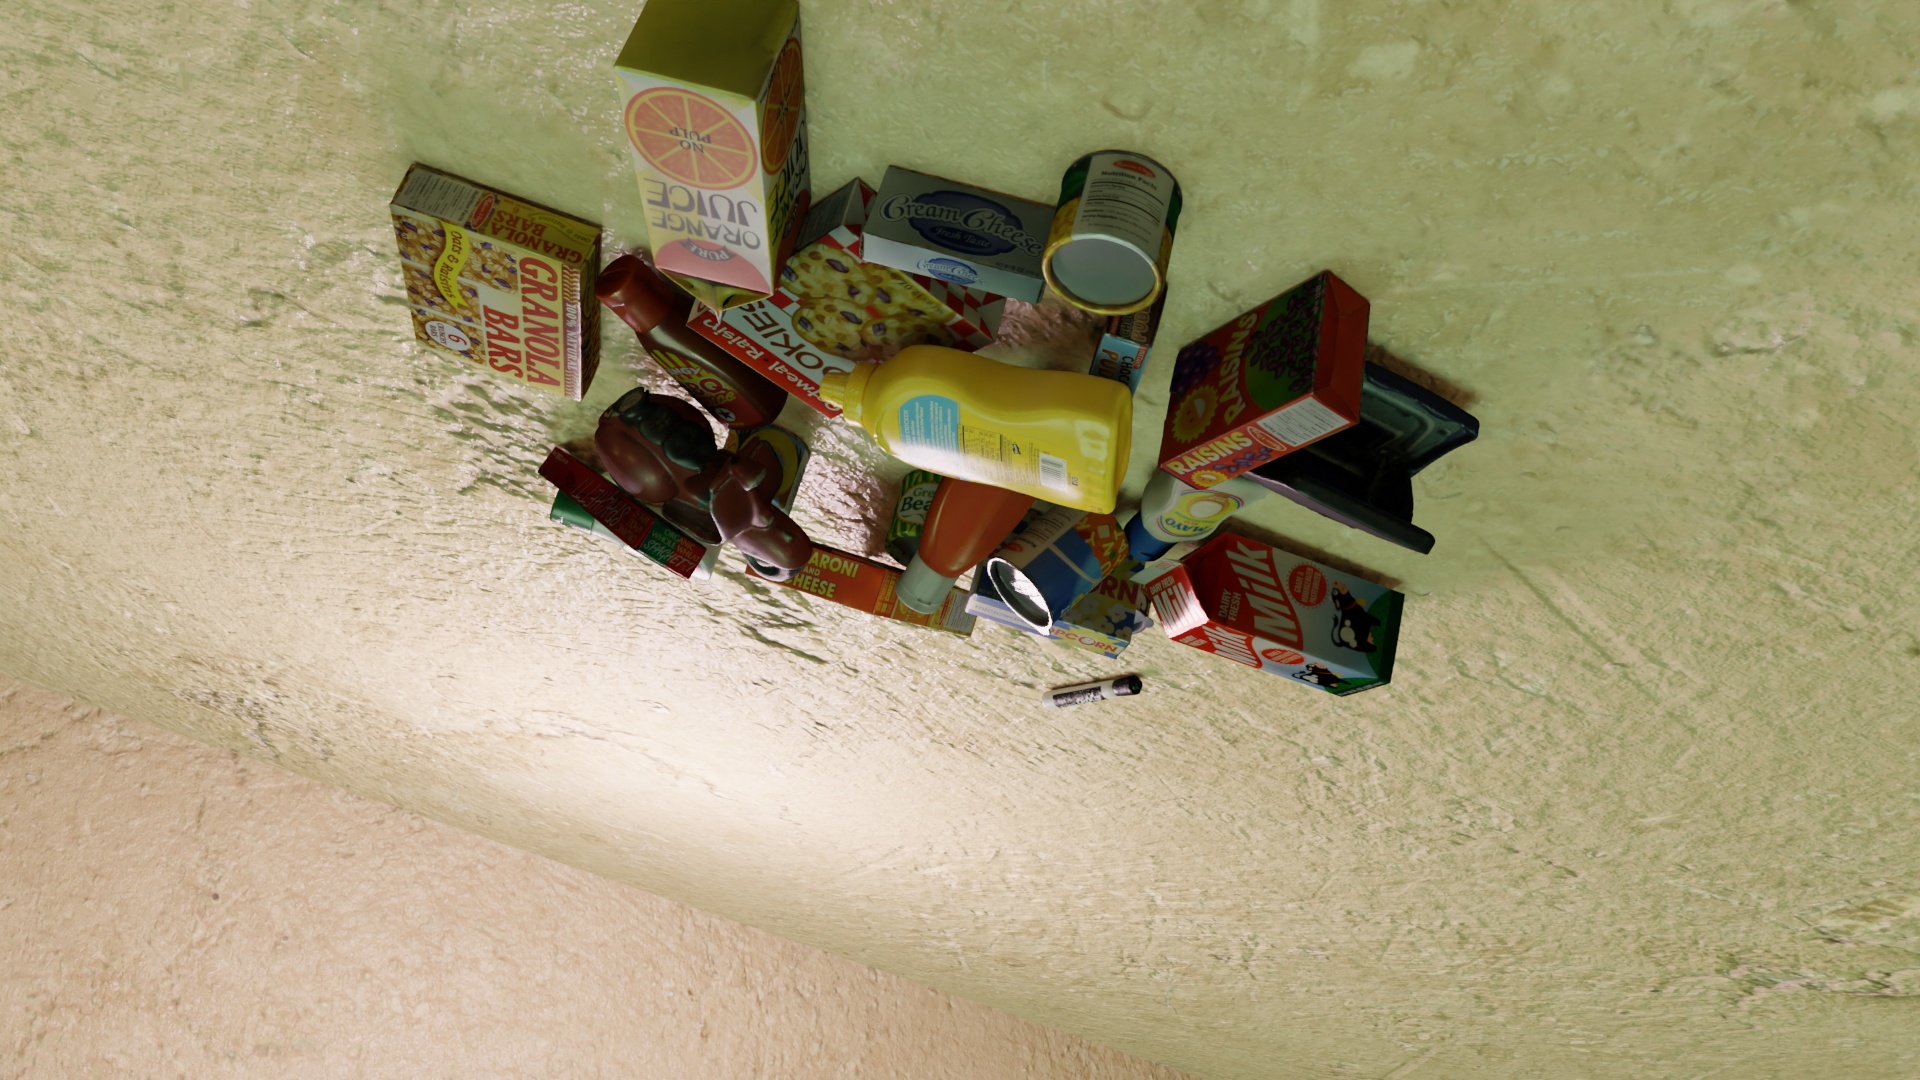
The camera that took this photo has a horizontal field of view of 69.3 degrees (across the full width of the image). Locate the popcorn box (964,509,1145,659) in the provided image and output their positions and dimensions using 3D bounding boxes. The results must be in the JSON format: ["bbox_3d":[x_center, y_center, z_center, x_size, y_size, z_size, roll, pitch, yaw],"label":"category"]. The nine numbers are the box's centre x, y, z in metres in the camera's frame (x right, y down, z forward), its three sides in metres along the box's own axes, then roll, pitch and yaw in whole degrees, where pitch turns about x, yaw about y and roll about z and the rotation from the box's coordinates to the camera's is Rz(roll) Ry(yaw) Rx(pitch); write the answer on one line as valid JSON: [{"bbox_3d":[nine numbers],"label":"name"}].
[{"bbox_3d":[0.074,0.030,1.068,0.127,0.085,0.038,18,151,-5],"label":"popcorn box"}]

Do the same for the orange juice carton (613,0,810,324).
[{"bbox_3d":[-0.127,-0.201,0.753,0.073,0.072,0.191,14,152,4],"label":"orange juice carton"}]

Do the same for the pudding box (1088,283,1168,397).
[{"bbox_3d":[0.096,-0.113,0.828,0.030,0.050,0.083,16,153,1],"label":"pudding box"}]

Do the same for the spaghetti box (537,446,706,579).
[{"bbox_3d":[-0.267,-0.025,1.076,0.050,0.029,0.250,36,175,-35],"label":"spaghetti box"}]

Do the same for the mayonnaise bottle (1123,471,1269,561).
[{"bbox_3d":[0.159,-0.027,0.965,0.065,0.041,0.147,13,154,-13],"label":"mayonnaise bottle"}]

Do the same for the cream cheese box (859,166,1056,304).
[{"bbox_3d":[0.001,-0.169,0.768,0.104,0.053,0.024,15,150,1],"label":"cream cheese box"}]

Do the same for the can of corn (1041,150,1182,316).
[{"bbox_3d":[0.080,-0.160,0.739,0.071,0.058,0.071,12,152,7],"label":"can of corn"}]

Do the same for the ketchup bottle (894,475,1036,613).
[{"bbox_3d":[0.004,-0.012,0.991,0.065,0.044,0.148,24,117,-20],"label":"ketchup bottle"}]

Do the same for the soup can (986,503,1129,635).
[{"bbox_3d":[0.073,0.016,1.013,0.071,0.084,0.071,42,157,22],"label":"soup can"}]

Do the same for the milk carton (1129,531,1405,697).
[{"bbox_3d":[0.224,0.050,1.032,0.191,0.073,0.072,19,161,-10],"label":"milk carton"}]

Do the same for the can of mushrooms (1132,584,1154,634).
[{"bbox_3d":[0.125,0.049,1.135,0.071,0.033,0.070,12,152,7],"label":"can of mushrooms"}]

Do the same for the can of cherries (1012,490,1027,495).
[{"bbox_3d":[0.059,-0.065,0.915,0.071,0.072,0.058,35,147,-33],"label":"can of cherries"}]

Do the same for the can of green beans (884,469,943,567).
[{"bbox_3d":[-0.020,-0.013,1.064,0.071,0.058,0.071,12,152,6],"label":"can of green beans"}]

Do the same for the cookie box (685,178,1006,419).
[{"bbox_3d":[-0.074,-0.144,0.868,0.123,0.040,0.167,33,146,-32],"label":"cookie box"}]

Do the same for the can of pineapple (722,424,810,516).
[{"bbox_3d":[-0.157,-0.050,1.063,0.071,0.058,0.070,12,152,6],"label":"can of pineapple"}]

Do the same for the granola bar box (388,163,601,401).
[{"bbox_3d":[-0.308,-0.169,0.938,0.124,0.039,0.164,19,152,-6],"label":"granola bar box"}]

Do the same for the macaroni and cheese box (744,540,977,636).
[{"bbox_3d":[-0.074,0.035,1.113,0.124,0.040,0.166,16,178,28],"label":"macaroni and cheese box"}]

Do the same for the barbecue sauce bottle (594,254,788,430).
[{"bbox_3d":[-0.183,-0.132,0.939,0.065,0.044,0.148,3,151,38],"label":"barbecue sauce bottle"}]

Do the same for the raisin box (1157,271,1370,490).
[{"bbox_3d":[0.172,-0.088,0.798,0.040,0.086,0.123,27,150,-25],"label":"raisin box"}]

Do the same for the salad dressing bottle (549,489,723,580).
[{"bbox_3d":[-0.283,-0.010,1.217,0.148,0.044,0.064,20,154,-9],"label":"salad dressing bottle"}]
